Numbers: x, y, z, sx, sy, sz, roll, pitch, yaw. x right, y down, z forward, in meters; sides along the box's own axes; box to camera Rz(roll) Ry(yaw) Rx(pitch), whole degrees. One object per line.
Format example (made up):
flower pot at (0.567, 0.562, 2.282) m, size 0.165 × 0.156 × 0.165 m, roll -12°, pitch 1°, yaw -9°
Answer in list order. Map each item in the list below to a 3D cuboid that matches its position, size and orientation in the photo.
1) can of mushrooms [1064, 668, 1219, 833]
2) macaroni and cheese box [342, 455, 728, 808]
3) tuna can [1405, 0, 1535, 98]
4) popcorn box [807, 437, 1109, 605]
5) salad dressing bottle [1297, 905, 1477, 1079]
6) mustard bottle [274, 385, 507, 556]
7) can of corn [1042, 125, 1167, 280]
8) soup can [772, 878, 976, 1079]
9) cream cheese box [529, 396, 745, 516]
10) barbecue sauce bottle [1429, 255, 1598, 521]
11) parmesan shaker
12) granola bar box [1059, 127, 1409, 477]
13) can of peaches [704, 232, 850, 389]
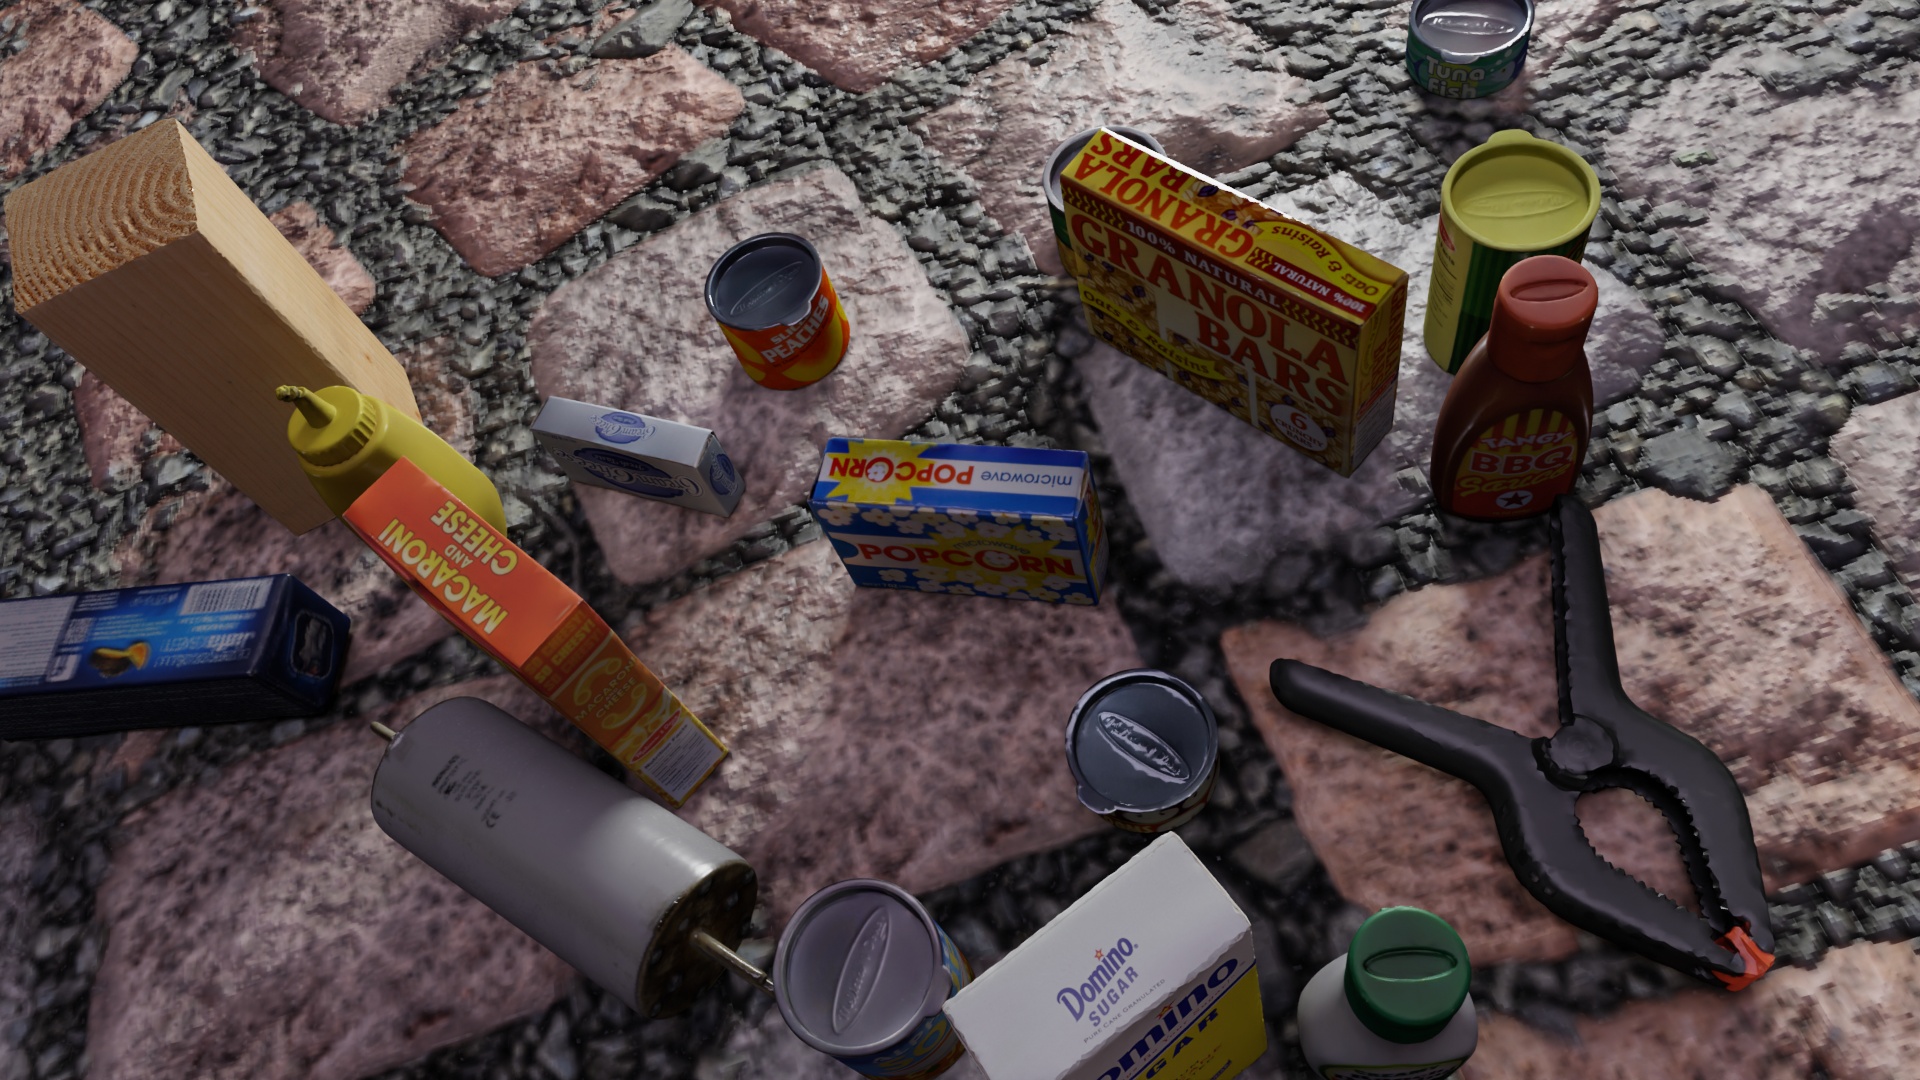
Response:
can of mushrooms at (0.079, 0.094, 0.611) m, size 0.071 × 0.033 × 0.071 m, roll -6°, pitch 60°, yaw 10°
macaroni and cheese box at (-0.184, 0.046, 0.621) m, size 0.124 × 0.165 × 0.040 m, roll 33°, pitch 73°, yaw 27°
tuna can at (0.283, -0.280, 0.777) m, size 0.071 × 0.032 × 0.071 m, roll -6°, pitch 60°, yaw 10°
popcorn box at (0.002, -0.008, 0.656) m, size 0.127 × 0.085 × 0.038 m, roll 4°, pitch 62°, yaw 15°
salad dressing bottle at (0.152, 0.164, 0.488) m, size 0.064 × 0.147 × 0.044 m, roll -6°, pitch 60°, yaw 10°
mustard bottle at (-0.287, -0.035, 0.694) m, size 0.065 × 0.159 × 0.049 m, roll -16°, pitch 59°, yaw 4°
can of corn at (0.083, -0.178, 0.750) m, size 0.071 × 0.058 × 0.071 m, roll -6°, pitch 60°, yaw 10°
soup can at (-0.029, 0.180, 0.557) m, size 0.071 × 0.083 × 0.071 m, roll -6°, pitch 60°, yaw 10°
cream cheese box at (-0.169, -0.044, 0.735) m, size 0.104 × 0.053 × 0.024 m, roll 13°, pitch 65°, yaw 19°
barbecue sauce bottle at (0.240, -0.061, 0.595) m, size 0.065 × 0.148 × 0.044 m, roll -5°, pitch 60°, yaw 10°
parmesan shaker at (0.258, -0.132, 0.657) m, size 0.071 × 0.102 × 0.071 m, roll -6°, pitch 60°, yaw 10°
granola bar box at (0.128, -0.112, 0.663) m, size 0.166 × 0.123 × 0.039 m, roll 34°, pitch 74°, yaw 27°
can of peaches at (-0.098, -0.123, 0.760) m, size 0.071 × 0.058 × 0.071 m, roll -6°, pitch 60°, yaw 10°
